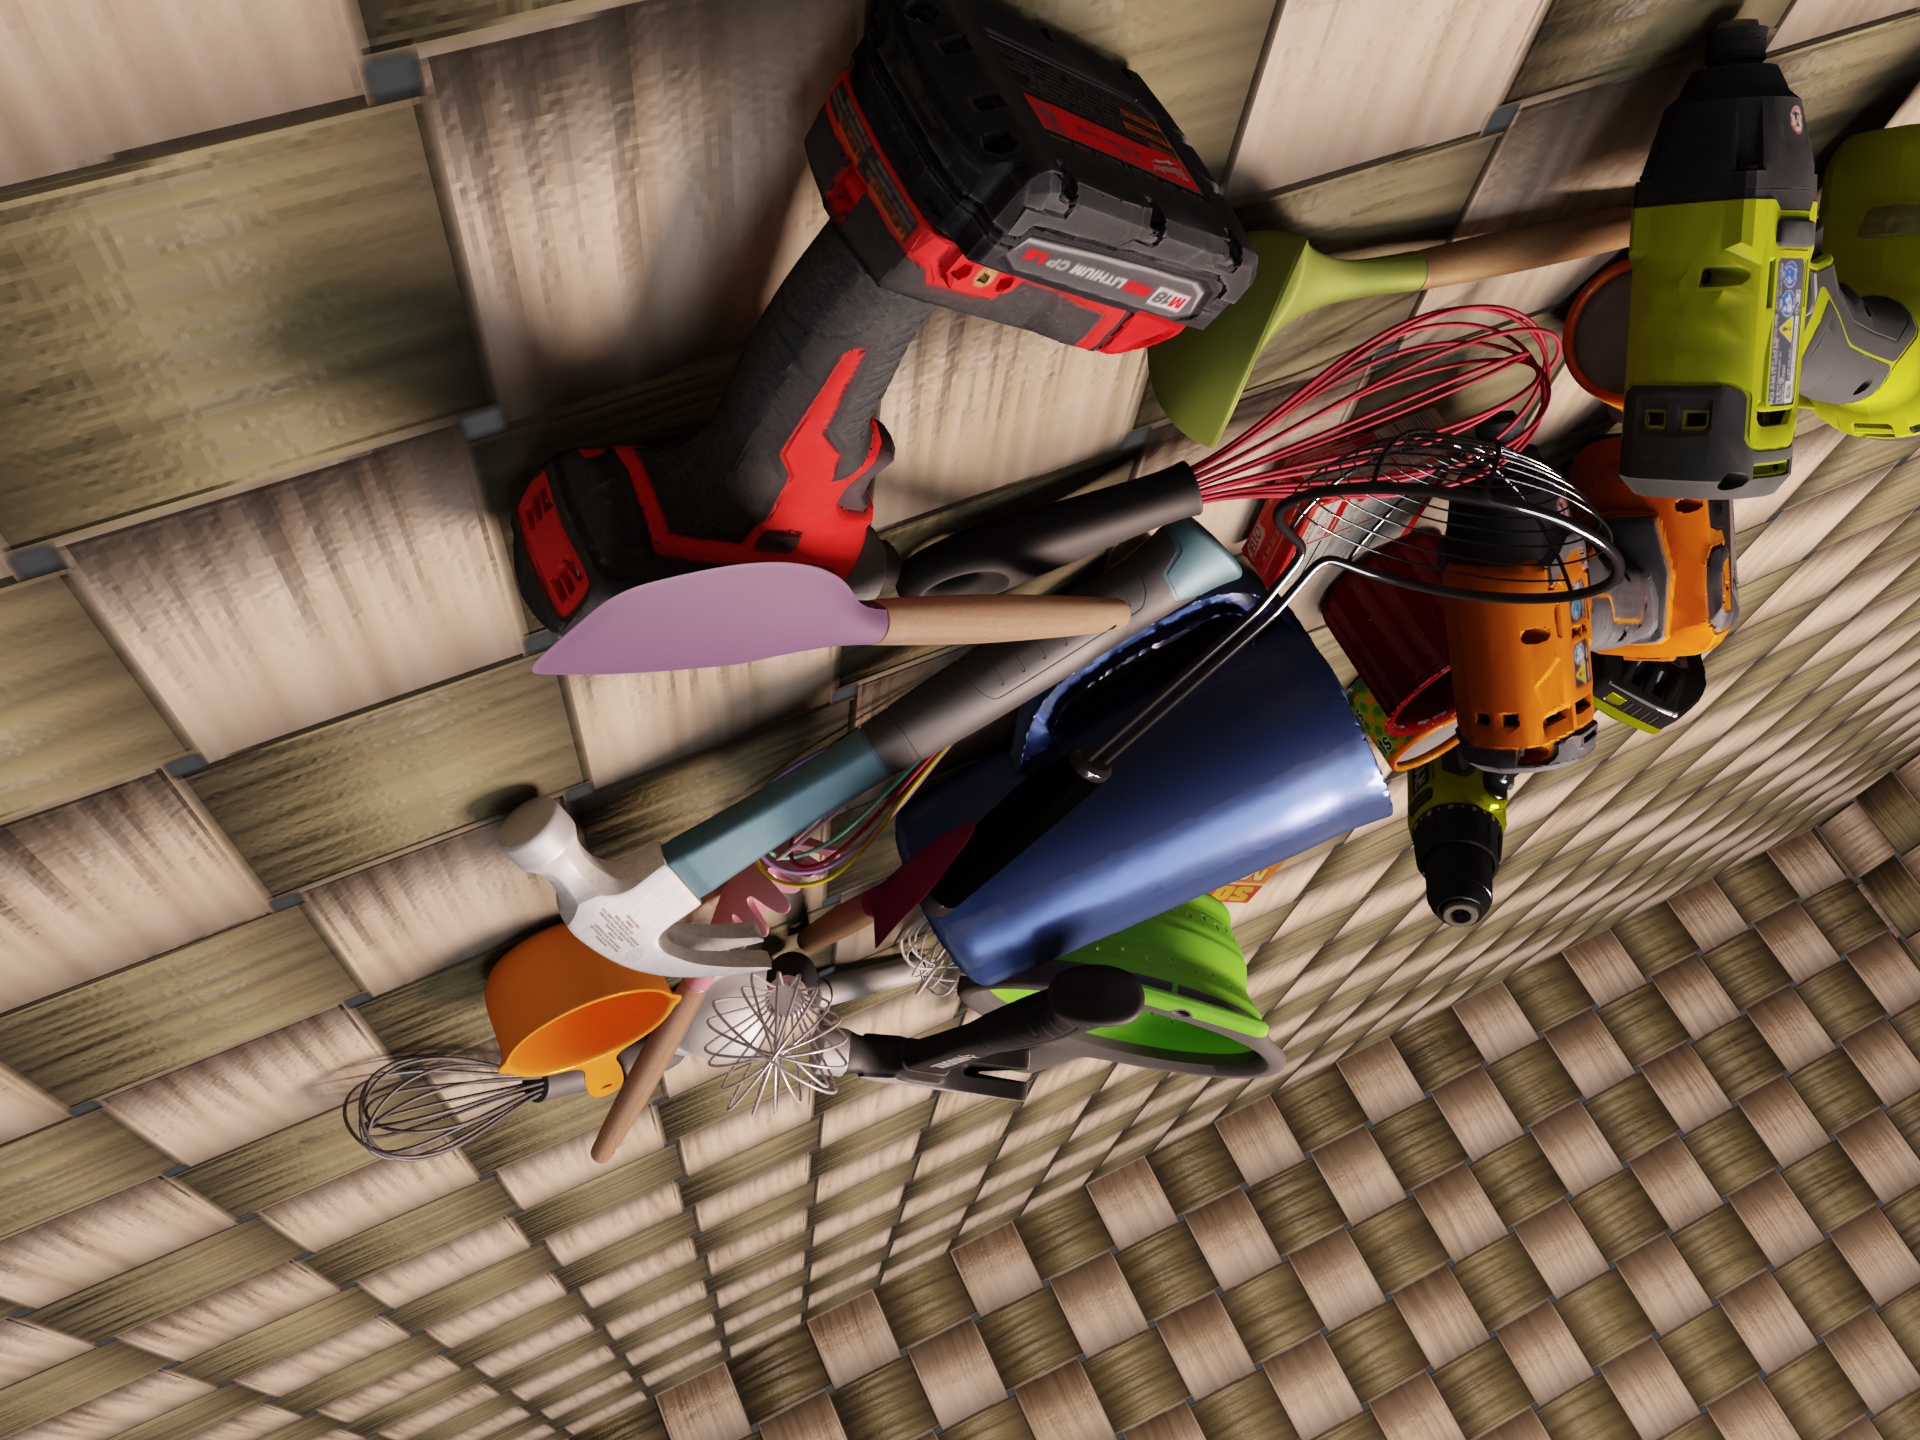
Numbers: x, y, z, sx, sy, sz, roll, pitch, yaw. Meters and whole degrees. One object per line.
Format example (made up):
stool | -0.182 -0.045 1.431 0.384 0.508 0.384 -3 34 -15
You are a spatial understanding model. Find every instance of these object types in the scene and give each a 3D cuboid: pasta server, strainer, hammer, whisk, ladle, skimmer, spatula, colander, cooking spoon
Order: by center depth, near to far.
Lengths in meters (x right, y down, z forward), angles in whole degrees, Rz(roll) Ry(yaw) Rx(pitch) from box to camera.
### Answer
spatula | -0.014 -0.035 0.538 0.060 0.018 0.315 -34 166 29
ladle | 0.201 -0.169 0.611 0.320 0.062 0.078 -19 150 -28
whisk | 0.113 -0.102 0.655 0.296 0.073 0.073 -20 156 -4
skimmer | 0.102 0.007 0.670 0.127 0.090 0.363 19 132 -36
hammer | -0.026 0.006 0.696 0.331 0.033 0.128 -31 127 0
whisk | 0.000 -0.001 0.747 0.245 0.047 0.051 -37 139 10
cooking spoon | -0.050 0.096 0.812 0.069 0.017 0.319 -52 -176 -21
whisk | -0.093 0.149 0.832 0.070 0.070 0.284 -27 -179 -4
pasta server | -0.149 0.165 0.885 0.316 0.040 0.060 -58 173 37
whisk | -0.243 0.205 0.908 0.055 0.055 0.239 -41 159 27
hammer | 0.023 0.186 0.936 0.146 0.035 0.334 12 159 -17
whisk | 0.021 0.101 0.990 0.059 0.058 0.246 -54 178 -46
strainer | -0.096 0.177 1.020 0.258 0.050 0.086 -5 134 -49
colander | 0.087 0.174 1.065 0.204 0.094 0.397 17 160 -8

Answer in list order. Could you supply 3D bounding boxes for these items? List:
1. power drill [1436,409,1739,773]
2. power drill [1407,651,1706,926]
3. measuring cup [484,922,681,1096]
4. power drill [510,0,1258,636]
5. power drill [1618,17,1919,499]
power drill | 0.309 -0.084 0.788 0.084 0.164 0.226 3 -161 43
power drill | 0.375 0.014 1.045 0.080 0.191 0.228 26 132 -8
measuring cup | -0.200 0.156 0.841 0.095 0.052 0.173 -21 158 -17
power drill | -0.026 -0.098 0.483 0.143 0.079 0.219 0 147 -48
power drill | 0.351 -0.185 0.648 0.223 0.171 0.080 -12 -163 -37
